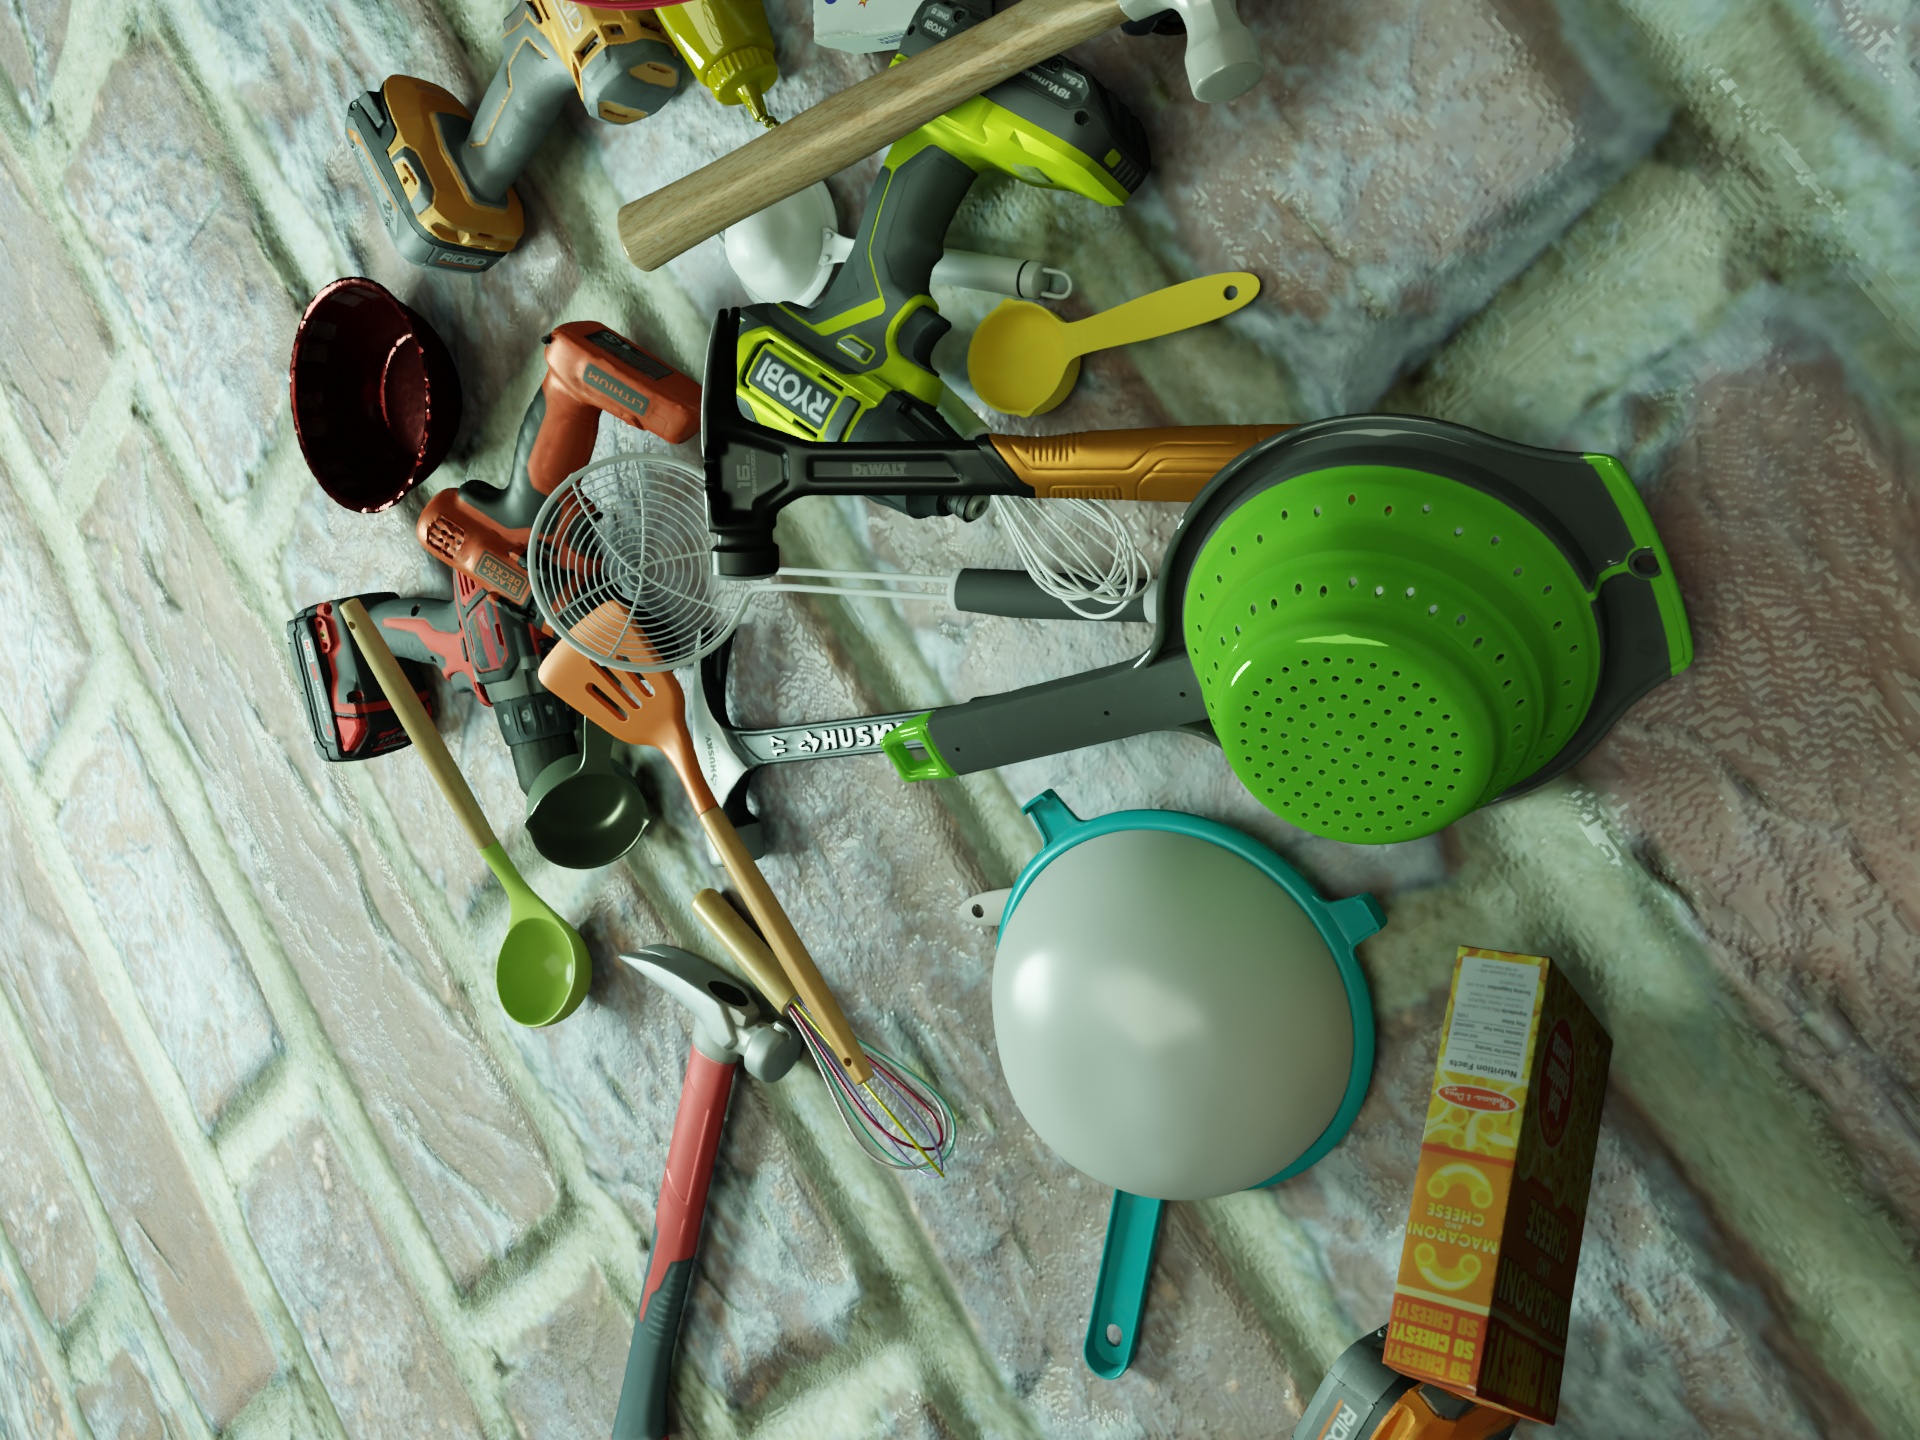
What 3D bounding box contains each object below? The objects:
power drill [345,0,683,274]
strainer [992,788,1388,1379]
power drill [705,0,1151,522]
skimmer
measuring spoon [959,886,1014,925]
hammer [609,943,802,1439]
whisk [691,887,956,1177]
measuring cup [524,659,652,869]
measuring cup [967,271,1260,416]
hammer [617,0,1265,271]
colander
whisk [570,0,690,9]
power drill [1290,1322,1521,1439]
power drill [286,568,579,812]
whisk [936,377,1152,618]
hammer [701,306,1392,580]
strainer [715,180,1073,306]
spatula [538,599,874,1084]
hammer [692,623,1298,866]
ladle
[{"bbox_3d":[-0.285,-0.410,0.984,0.226,0.084,0.185,-31,80,31],"label":"power drill"},{"bbox_3d":[0.083,0.216,0.814,0.211,0.095,0.340,17,112,27],"label":"strainer"},{"bbox_3d":[-0.011,-0.219,0.786,0.171,0.080,0.223,37,104,23],"label":"power drill"},{"bbox_3d":[-0.067,-0.079,0.858,0.363,0.090,0.127,6,85,28],"label":"skimmer"},{"bbox_3d":[0.045,0.101,0.875,0.124,0.018,0.034,-12,92,36],"label":"measuring spoon"},{"bbox_3d":[-0.206,0.343,1.094,0.143,0.038,0.386,27,114,31],"label":"hammer"},{"bbox_3d":[-0.088,0.187,0.976,0.245,0.047,0.051,43,106,26],"label":"whisk"},{"bbox_3d":[-0.239,0.017,1.027,0.038,0.083,0.167,-129,45,-53],"label":"measuring cup"},{"bbox_3d":[0.078,-0.194,0.797,0.156,0.029,0.062,-11,87,26],"label":"measuring cup"},{"bbox_3d":[-0.029,-0.289,0.736,0.331,0.031,0.130,-16,83,28],"label":"hammer"},{"bbox_3d":[0.107,0.000,0.712,0.397,0.094,0.204,-15,118,36],"label":"colander"},{"bbox_3d":[-0.074,-0.372,0.759,0.296,0.073,0.073,2,103,-5],"label":"whisk"},{"bbox_3d":[0.275,0.358,0.688,0.227,0.164,0.084,39,120,38],"label":"power drill"},{"bbox_3d":[-0.358,-0.021,1.114,0.227,0.080,0.188,-9,96,33],"label":"power drill"},{"bbox_3d":[0.013,-0.138,0.825,0.247,0.059,0.057,49,139,30],"label":"whisk"},{"bbox_3d":[0.046,-0.125,0.730,0.337,0.034,0.127,2,105,8],"label":"hammer"},{"bbox_3d":[-0.051,-0.256,0.867,0.258,0.050,0.086,18,111,29],"label":"strainer"},{"bbox_3d":[-0.144,0.077,0.948,0.081,0.041,0.323,-39,76,24],"label":"spatula"},{"bbox_3d":[-0.001,-0.003,0.881,0.409,0.036,0.149,-7,93,36],"label":"hammer"},{"bbox_3d":[-0.337,0.067,1.064,0.078,0.062,0.320,-11,114,29],"label":"ladle"}]
